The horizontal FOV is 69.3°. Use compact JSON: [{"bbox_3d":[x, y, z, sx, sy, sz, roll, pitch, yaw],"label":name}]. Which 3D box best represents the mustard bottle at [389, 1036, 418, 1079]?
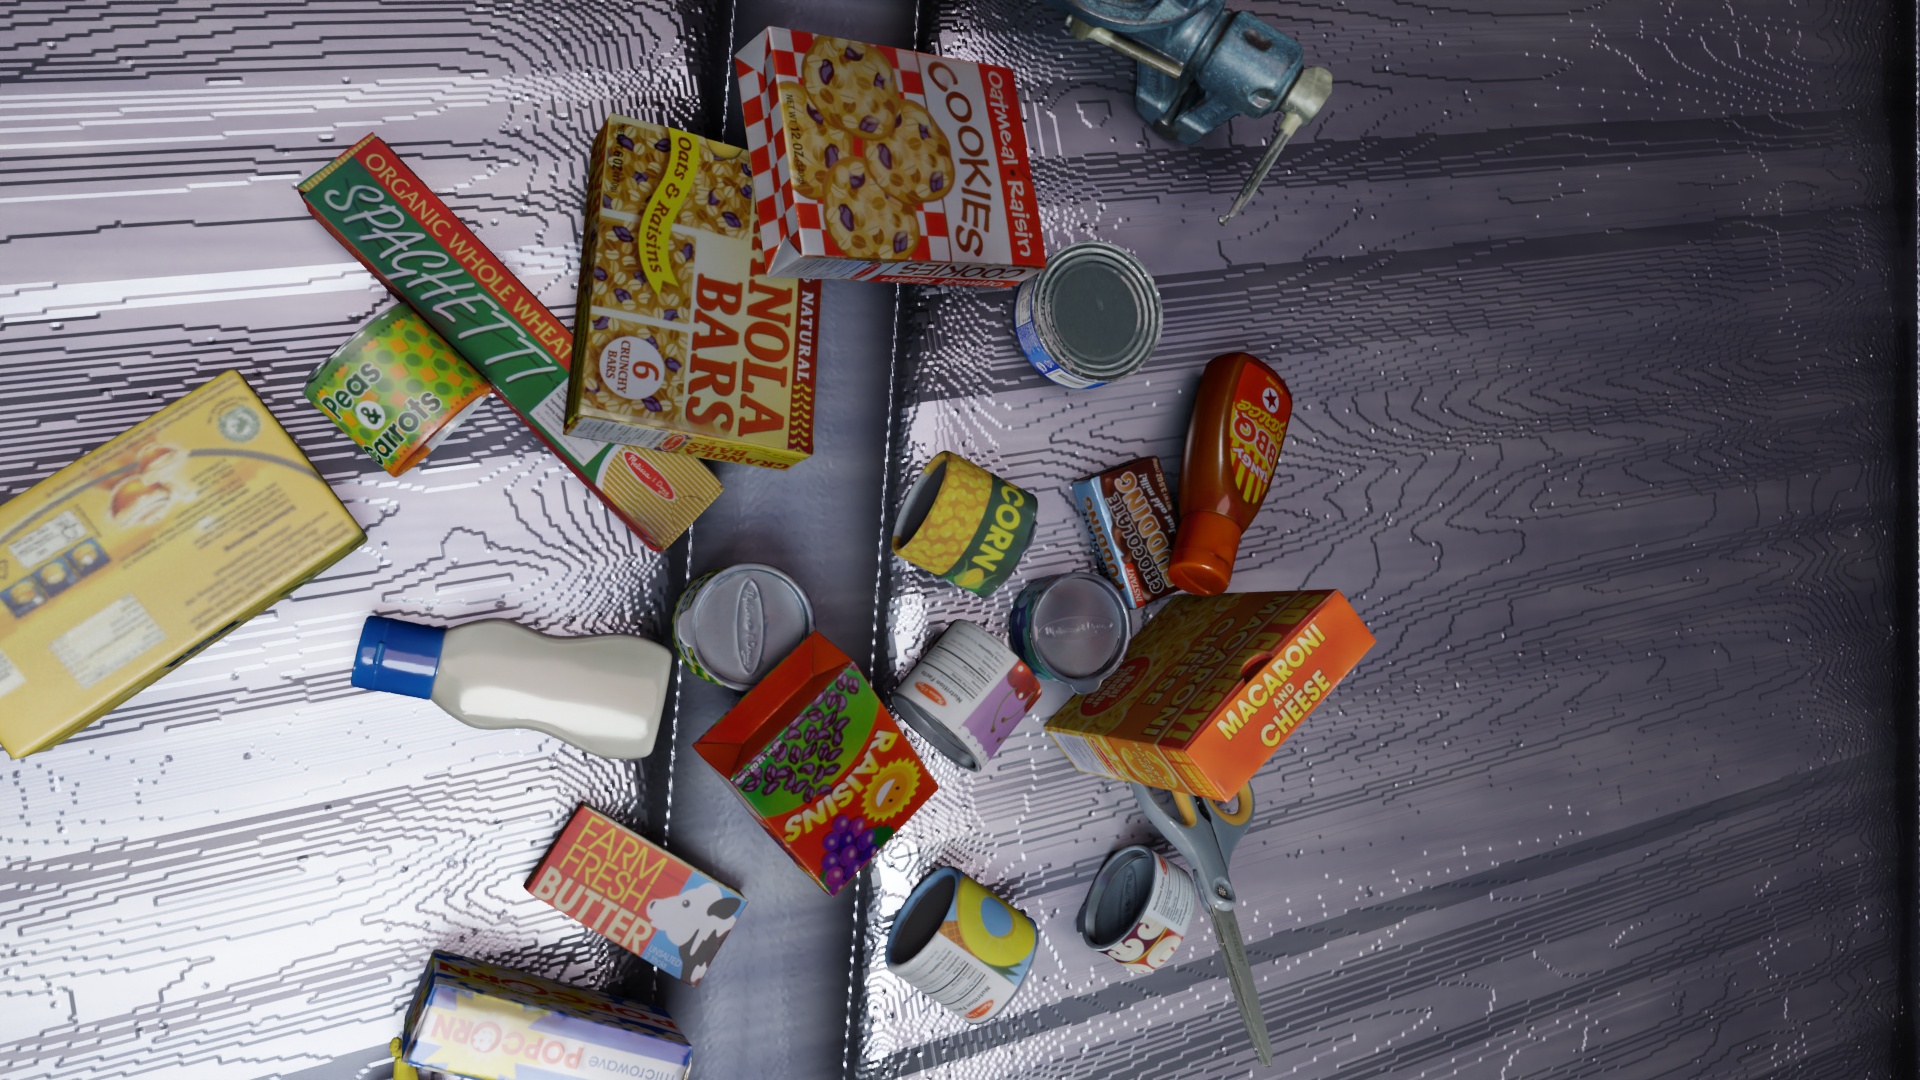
[{"bbox_3d":[-0.259,0.316,0.665,0.065,0.048,0.160,-4,87,-20],"label":"mustard bottle"}]

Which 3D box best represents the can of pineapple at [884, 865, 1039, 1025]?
[{"bbox_3d":[0.000,0.220,0.764,0.058,0.071,0.071,38,74,-15],"label":"can of pineapple"}]

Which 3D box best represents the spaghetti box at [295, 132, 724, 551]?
[{"bbox_3d":[-0.228,-0.099,0.717,0.250,0.028,0.050,47,72,-12],"label":"spaghetti box"}]

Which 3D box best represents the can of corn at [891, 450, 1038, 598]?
[{"bbox_3d":[0.003,-0.010,0.777,0.058,0.071,0.071,27,77,-17],"label":"can of corn"}]

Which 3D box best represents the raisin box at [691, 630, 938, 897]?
[{"bbox_3d":[-0.072,0.119,0.724,0.086,0.040,0.123,-45,136,-17],"label":"raisin box"}]

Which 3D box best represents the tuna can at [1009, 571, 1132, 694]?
[{"bbox_3d":[0.065,0.054,0.816,0.071,0.033,0.071,1,86,-21],"label":"tuna can"}]

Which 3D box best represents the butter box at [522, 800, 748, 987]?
[{"bbox_3d":[-0.168,0.183,0.722,0.103,0.024,0.053,35,74,-16],"label":"butter box"}]

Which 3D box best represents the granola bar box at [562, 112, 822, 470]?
[{"bbox_3d":[-0.136,-0.129,0.730,0.124,0.039,0.166,9,75,-27],"label":"granola bar box"}]

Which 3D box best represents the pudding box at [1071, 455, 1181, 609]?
[{"bbox_3d":[0.104,-0.005,0.838,0.050,0.030,0.083,-19,93,-21],"label":"pudding box"}]

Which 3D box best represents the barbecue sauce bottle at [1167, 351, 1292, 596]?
[{"bbox_3d":[0.158,-0.038,0.833,0.065,0.043,0.149,38,58,-30],"label":"barbecue sauce bottle"}]

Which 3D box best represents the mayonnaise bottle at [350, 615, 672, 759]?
[{"bbox_3d":[-0.225,0.069,0.701,0.148,0.041,0.065,13,80,-19],"label":"mayonnaise bottle"}]

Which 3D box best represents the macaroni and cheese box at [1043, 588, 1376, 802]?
[{"bbox_3d":[0.131,0.081,0.768,0.124,0.166,0.040,-42,101,-18],"label":"macaroni and cheese box"}]

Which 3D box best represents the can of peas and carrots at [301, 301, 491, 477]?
[{"bbox_3d":[-0.274,-0.072,0.676,0.058,0.071,0.071,46,73,-13],"label":"can of peas and carrots"}]

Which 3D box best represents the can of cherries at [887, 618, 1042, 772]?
[{"bbox_3d":[0.003,0.087,0.775,0.071,0.071,0.058,45,72,-13],"label":"can of cherries"}]

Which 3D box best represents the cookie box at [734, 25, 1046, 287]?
[{"bbox_3d":[-0.034,-0.206,0.765,0.168,0.040,0.123,-5,84,-38],"label":"cookie box"}]

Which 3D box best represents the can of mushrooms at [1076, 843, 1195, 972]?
[{"bbox_3d":[0.101,0.214,0.803,0.033,0.071,0.071,33,76,-17],"label":"can of mushrooms"}]

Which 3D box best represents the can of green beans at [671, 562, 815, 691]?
[{"bbox_3d":[-0.116,0.045,0.734,0.071,0.057,0.071,1,86,-21],"label":"can of green beans"}]

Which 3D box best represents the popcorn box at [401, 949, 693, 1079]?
[{"bbox_3d":[-0.200,0.239,0.673,0.127,0.085,0.038,21,78,-18],"label":"popcorn box"}]
